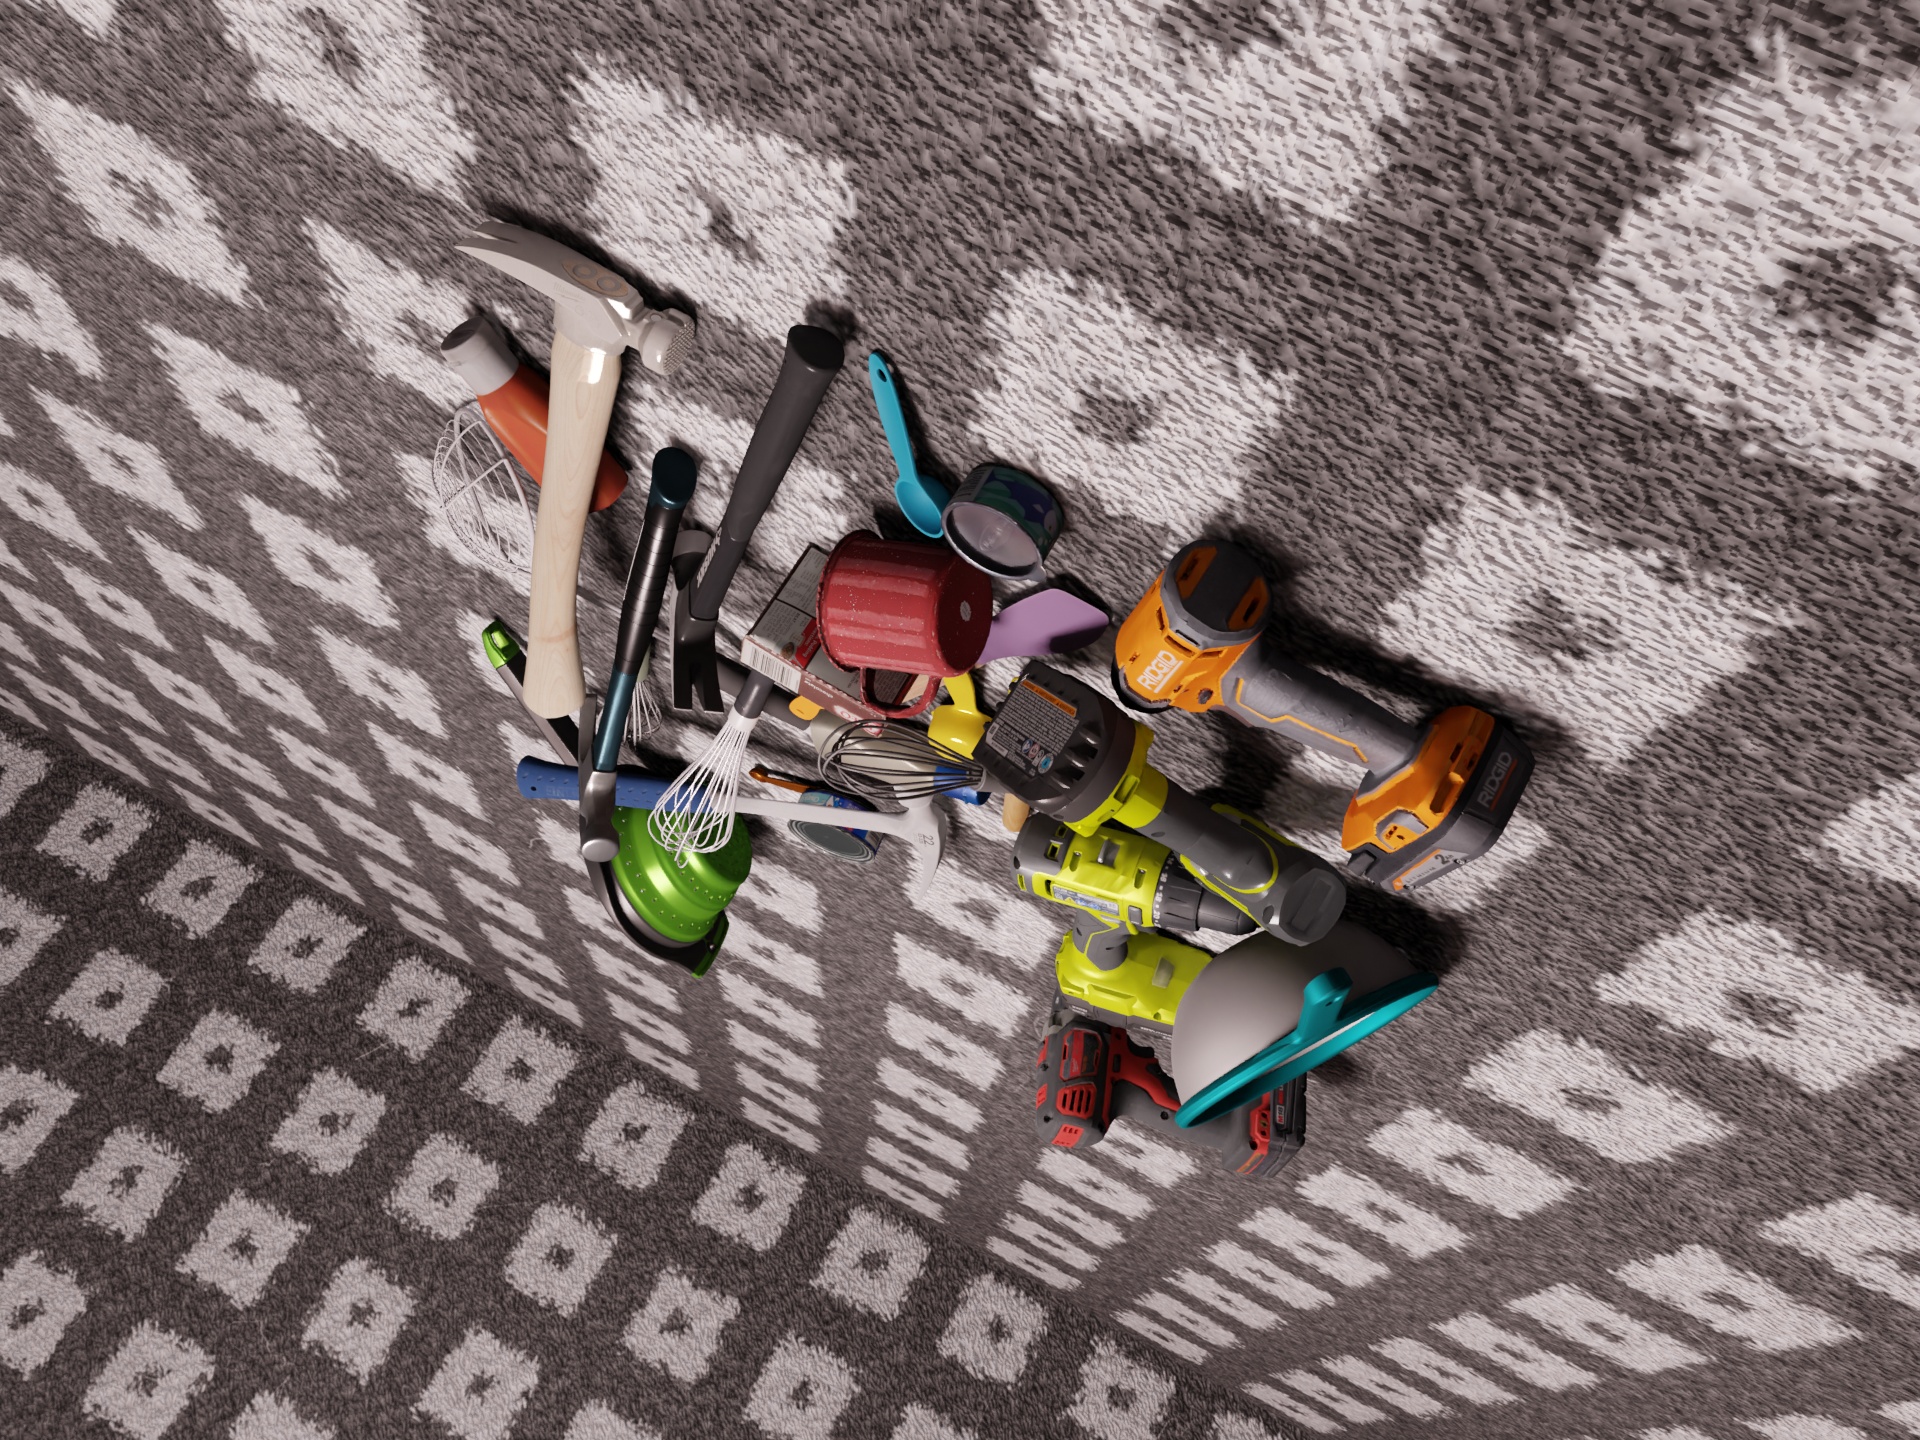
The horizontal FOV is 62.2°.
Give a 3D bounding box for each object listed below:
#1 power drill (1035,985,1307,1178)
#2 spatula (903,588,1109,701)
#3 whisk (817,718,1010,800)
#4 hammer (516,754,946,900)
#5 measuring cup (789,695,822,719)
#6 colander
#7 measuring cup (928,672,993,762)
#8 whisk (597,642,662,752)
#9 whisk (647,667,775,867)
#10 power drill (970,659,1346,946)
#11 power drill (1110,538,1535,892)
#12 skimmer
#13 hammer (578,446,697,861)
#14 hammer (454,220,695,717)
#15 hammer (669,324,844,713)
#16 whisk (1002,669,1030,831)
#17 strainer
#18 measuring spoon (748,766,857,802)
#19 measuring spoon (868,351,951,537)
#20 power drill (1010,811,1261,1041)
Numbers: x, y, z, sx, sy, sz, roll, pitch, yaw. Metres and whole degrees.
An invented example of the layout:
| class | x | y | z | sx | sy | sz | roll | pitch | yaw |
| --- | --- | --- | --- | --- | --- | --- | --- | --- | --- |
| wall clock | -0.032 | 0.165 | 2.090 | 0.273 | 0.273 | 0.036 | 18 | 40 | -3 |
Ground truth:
| class | x | y | z | sx | sy | sz | roll | pitch | yaw |
| --- | --- | --- | --- | --- | --- | --- | --- | --- | --- |
| power drill | 0.179 | 0.290 | 1.376 | 0.226 | 0.188 | 0.080 | 13 | 143 | -3 |
| spatula | 0.003 | -0.039 | 1.104 | 0.059 | 0.018 | 0.316 | 27 | 157 | -22 |
| whisk | 0.012 | 0.032 | 1.055 | 0.238 | 0.055 | 0.055 | 7 | 170 | -35 |
| hammer | -0.203 | 0.076 | 1.388 | 0.405 | 0.035 | 0.143 | 6 | 135 | 19 |
| measuring cup | -0.096 | -0.036 | 1.184 | 0.095 | 0.052 | 0.173 | 34 | 164 | -8 |
| colander | -0.311 | 0.059 | 1.527 | 0.094 | 0.205 | 0.396 | -25 | 109 | 20 |
| measuring cup | -0.002 | -0.004 | 1.130 | 0.062 | 0.029 | 0.156 | 15 | 162 | 12 |
| whisk | -0.285 | -0.039 | 1.382 | 0.059 | 0.058 | 0.246 | -1 | 153 | -14 |
| whisk | -0.182 | 0.018 | 1.263 | 0.070 | 0.070 | 0.284 | 31 | 129 | -1 |
| power drill | 0.123 | 0.054 | 1.023 | 0.223 | 0.080 | 0.171 | 32 | -178 | -27 |
| power drill | 0.191 | 0.002 | 0.914 | 0.226 | 0.084 | 0.164 | 34 | 157 | 1 |
| skimmer | -0.246 | -0.107 | 1.234 | 0.363 | 0.090 | 0.127 | 31 | 164 | -25 |
| hammer | -0.239 | -0.052 | 1.155 | 0.033 | 0.128 | 0.330 | 5 | 133 | -21 |
| hammer | -0.278 | -0.142 | 1.079 | 0.146 | 0.038 | 0.410 | 29 | 139 | 4 |
| hammer | -0.135 | -0.128 | 0.995 | 0.035 | 0.146 | 0.334 | 5 | 153 | -21 |
| whisk | 0.048 | 0.034 | 1.163 | 0.047 | 0.051 | 0.244 | 20 | 156 | 8 |
| strainer | 0.219 | 0.180 | 1.082 | 0.095 | 0.211 | 0.340 | 61 | 177 | 22 |
| measuring spoon | -0.143 | 0.059 | 1.450 | 0.117 | 0.011 | 0.021 | 13 | 155 | 26 |
| measuring spoon | -0.028 | -0.162 | 0.923 | 0.042 | 0.021 | 0.128 | 31 | 151 | 39 |
| power drill | 0.146 | 0.167 | 1.259 | 0.190 | 0.080 | 0.228 | 14 | 148 | 19 |
